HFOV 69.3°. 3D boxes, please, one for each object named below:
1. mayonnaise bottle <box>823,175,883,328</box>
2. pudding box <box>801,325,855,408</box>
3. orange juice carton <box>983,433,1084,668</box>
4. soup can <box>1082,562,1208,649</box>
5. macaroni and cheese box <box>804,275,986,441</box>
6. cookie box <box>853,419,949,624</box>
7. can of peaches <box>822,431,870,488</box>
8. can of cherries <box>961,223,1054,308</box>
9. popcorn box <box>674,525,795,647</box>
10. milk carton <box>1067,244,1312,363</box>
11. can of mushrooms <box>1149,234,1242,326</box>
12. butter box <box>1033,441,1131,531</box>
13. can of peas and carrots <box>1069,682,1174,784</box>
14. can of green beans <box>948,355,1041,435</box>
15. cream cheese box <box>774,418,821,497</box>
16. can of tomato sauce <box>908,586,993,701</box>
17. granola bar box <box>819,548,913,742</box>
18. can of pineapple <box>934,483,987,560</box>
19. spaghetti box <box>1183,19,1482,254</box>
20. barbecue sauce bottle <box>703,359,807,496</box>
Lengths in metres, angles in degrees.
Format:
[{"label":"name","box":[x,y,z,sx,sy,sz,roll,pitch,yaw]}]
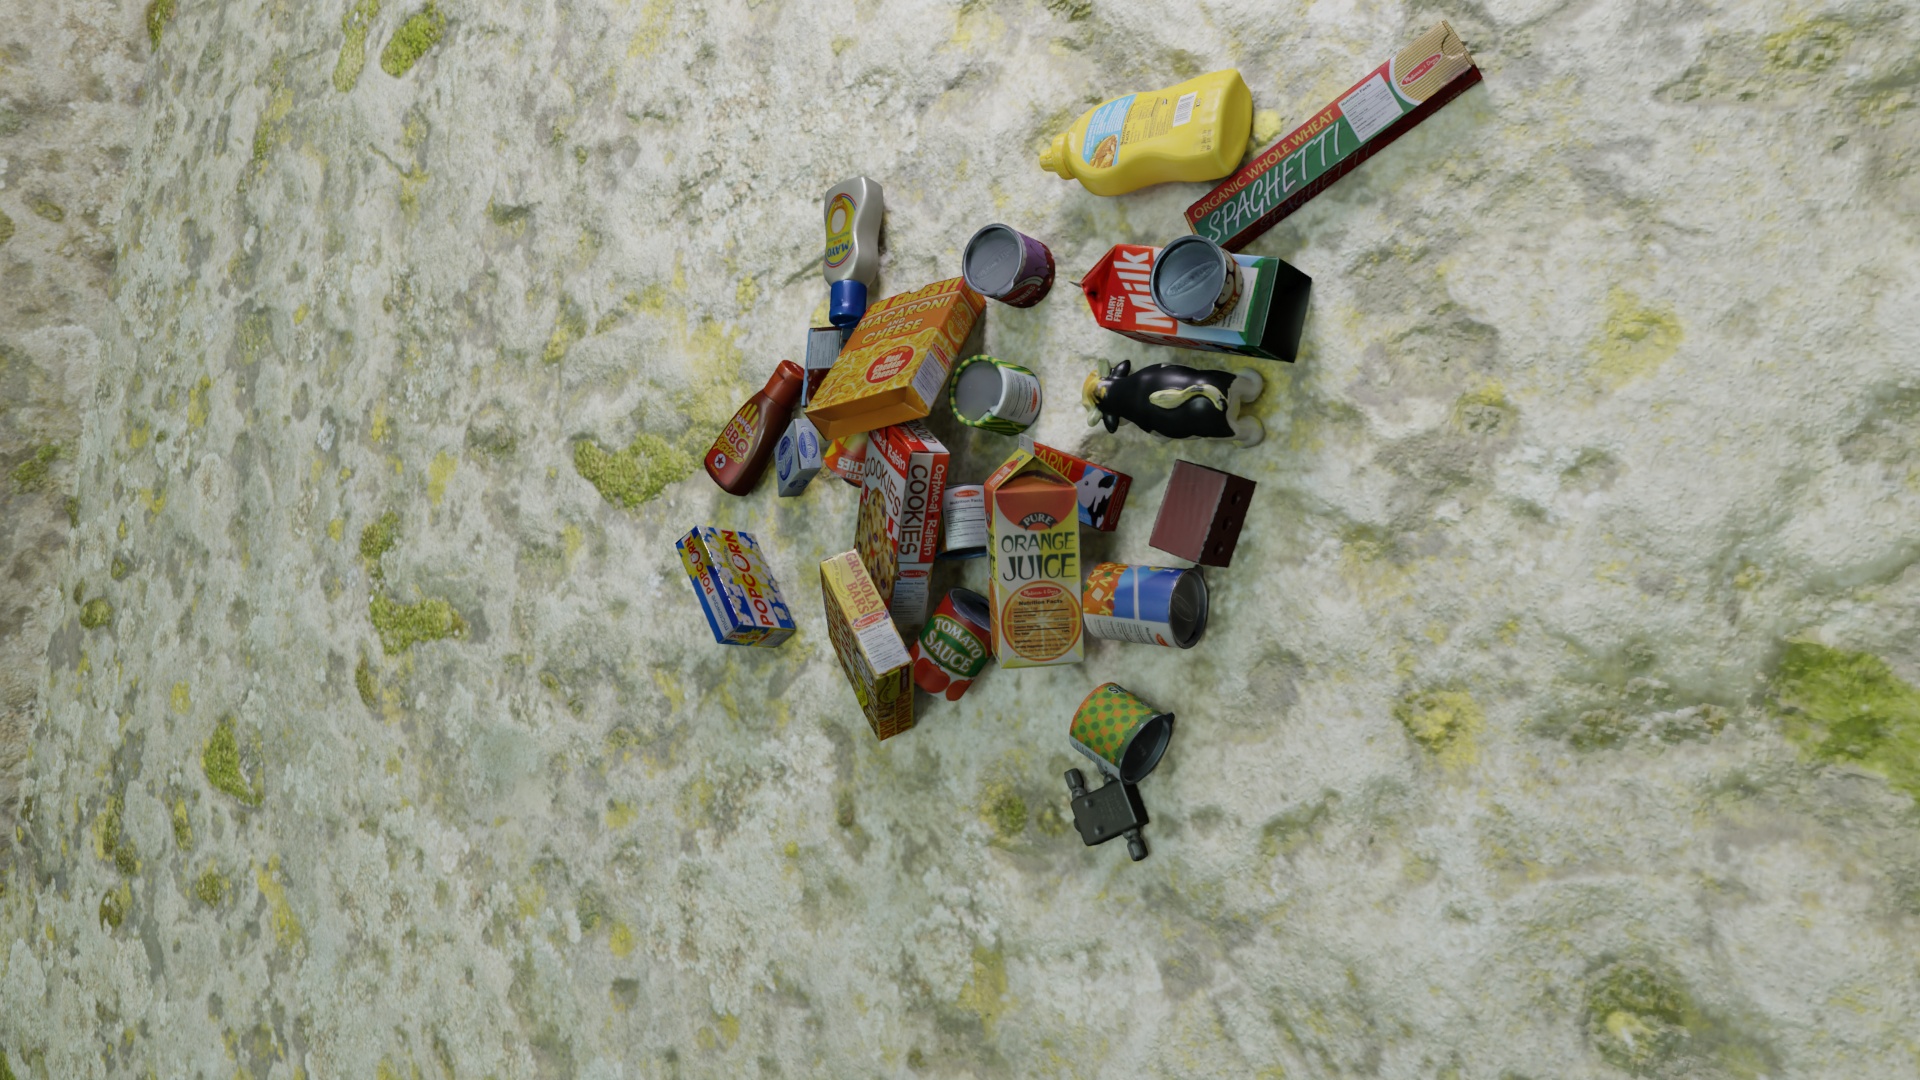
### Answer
[{"label":"mayonnaise bottle","box":[-0.110,-0.287,1.389,0.064,0.041,0.148,-11,69,39]},{"label":"pudding box","box":[-0.132,-0.174,1.411,0.049,0.030,0.083,2,86,36]},{"label":"orange juice carton","box":[0.061,0.006,1.181,0.073,0.072,0.192,-4,97,-5]},{"label":"soup can","box":[0.154,0.051,1.152,0.084,0.071,0.071,4,88,37]},{"label":"macaroni and cheese box","box":[-0.058,-0.172,1.291,0.123,0.040,0.167,-10,40,35]},{"label":"cookie box","box":[-0.058,-0.025,1.275,0.123,0.040,0.166,-131,46,-59]},{"label":"can of peaches","box":[-0.091,-0.087,1.346,0.071,0.071,0.058,40,108,33]},{"label":"can of cherries","box":[0.045,-0.248,1.271,0.071,0.058,0.071,-5,82,35]},{"label":"popcorn box","box":[-0.230,0.048,1.424,0.038,0.085,0.127,-41,62,25]},{"label":"milk carton","box":[0.184,-0.200,1.154,0.190,0.072,0.073,14,93,36]},{"label":"can of mushrooms","box":[0.185,-0.200,1.086,0.071,0.033,0.071,-5,81,35]},{"label":"butter box","box":[0.098,-0.049,1.230,0.103,0.024,0.053,24,100,36]},{"label":"can of peas and carrots","box":[0.134,0.158,1.154,0.059,0.071,0.070,31,104,35]},{"label":"can of green beans","box":[0.031,-0.132,1.268,0.071,0.058,0.071,-5,82,36]},{"label":"cream cheese box","box":[-0.165,-0.082,1.396,0.103,0.024,0.053,143,121,-67]},{"label":"can of tomato sauce","box":[-0.005,0.095,1.261,0.071,0.071,0.083,46,112,31]},{"label":"granola bar box","box":[-0.085,0.099,1.273,0.039,0.164,0.124,-22,65,-13]},{"label":"can of pineapple","box":[0.005,-0.016,1.271,0.071,0.071,0.058,-15,76,35]},{"label":"spaghetti box","box":[0.292,-0.314,1.113,0.249,0.029,0.050,-34,66,29]},{"label":"barbecue sauce bottle","box":[-0.210,-0.120,1.454,0.148,0.044,0.065,-53,56,19]}]
